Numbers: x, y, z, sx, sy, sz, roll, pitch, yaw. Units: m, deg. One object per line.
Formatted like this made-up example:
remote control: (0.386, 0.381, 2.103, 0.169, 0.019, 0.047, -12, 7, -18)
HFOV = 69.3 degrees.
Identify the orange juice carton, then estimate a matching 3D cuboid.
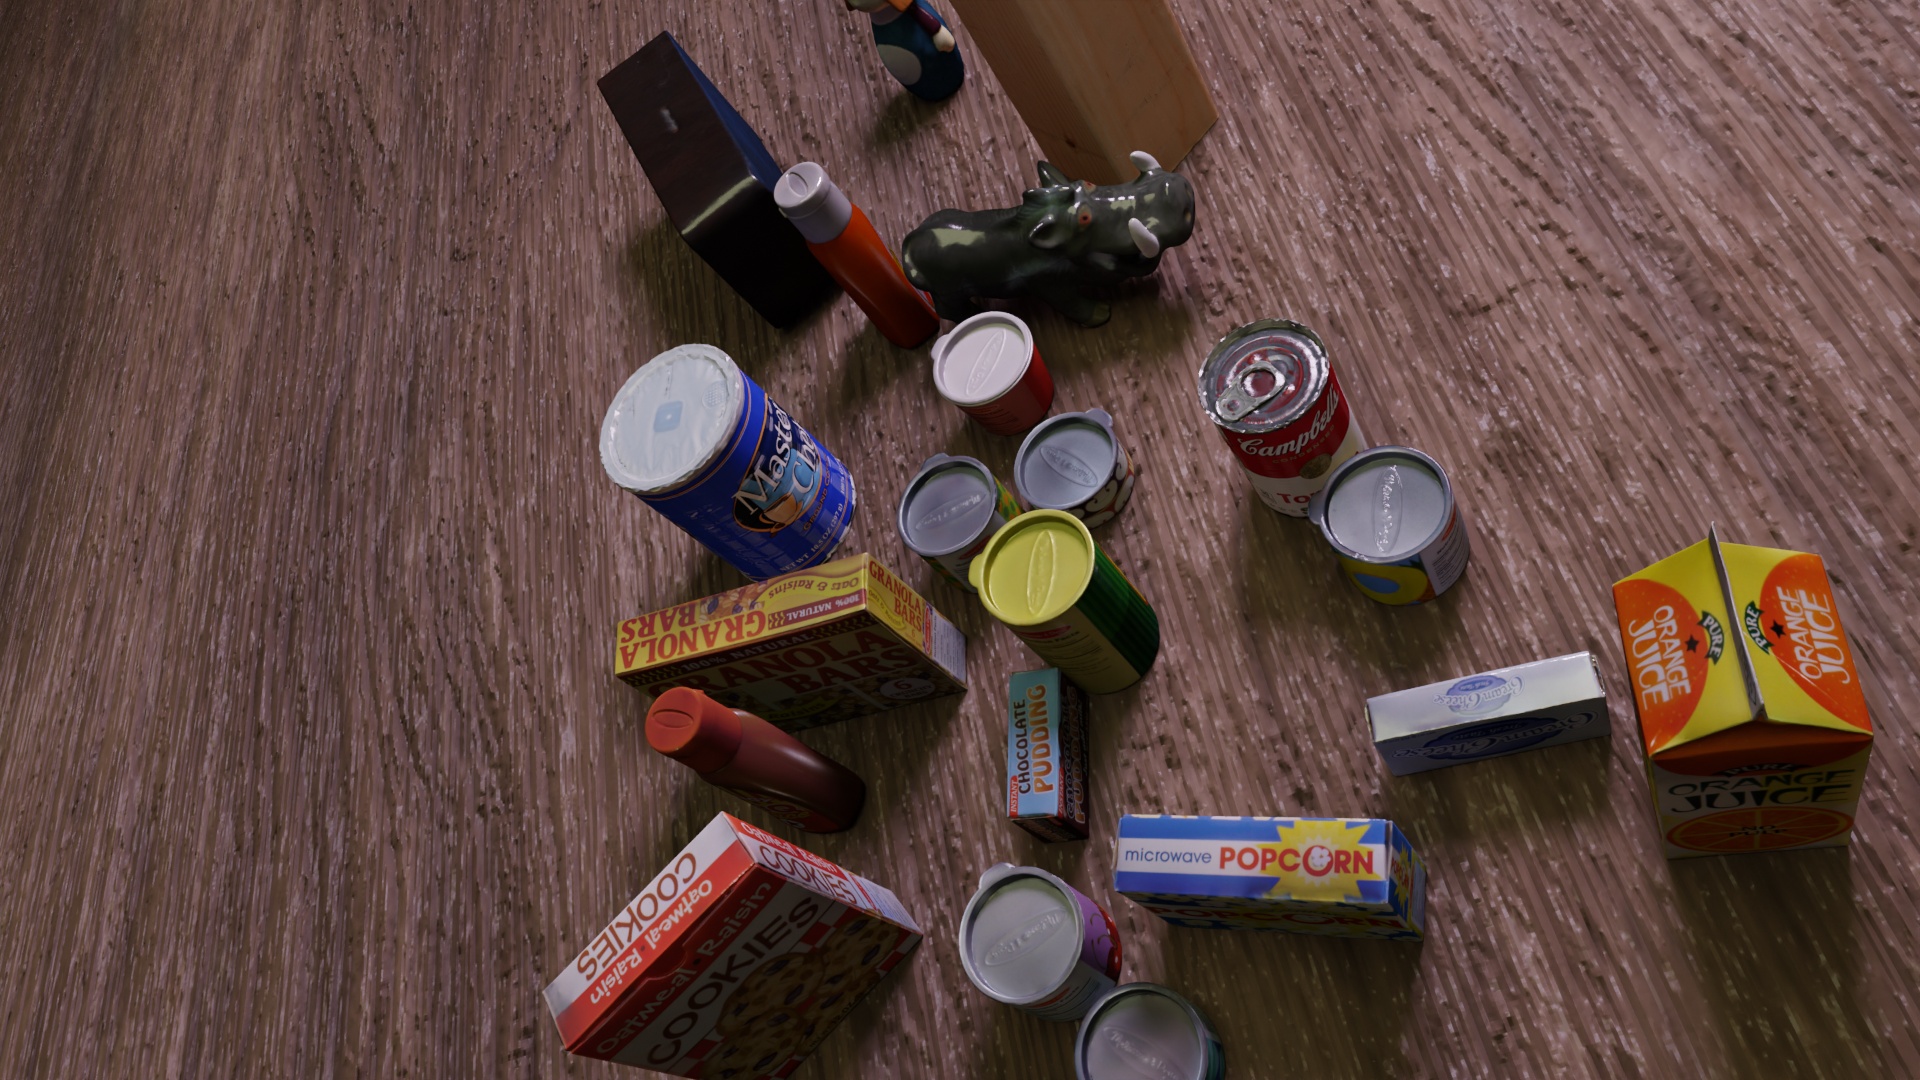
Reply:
orange juice carton: (0.304, 0.064, 0.544, 0.073, 0.192, 0.072, -11, 59, 24)

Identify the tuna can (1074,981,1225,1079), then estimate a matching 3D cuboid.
tuna can: (0.089, 0.249, 0.661, 0.071, 0.032, 0.071, -13, 58, 23)

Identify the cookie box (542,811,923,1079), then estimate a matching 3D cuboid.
cookie box: (-0.108, 0.215, 0.705, 0.123, 0.167, 0.040, -46, 52, 0)

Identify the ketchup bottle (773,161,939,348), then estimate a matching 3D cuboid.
ketchup bottle: (-0.069, -0.189, 0.920, 0.043, 0.148, 0.065, -40, 52, 4)

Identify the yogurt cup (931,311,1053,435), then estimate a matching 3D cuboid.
yogurt cup: (0.024, -0.103, 0.880, 0.072, 0.054, 0.073, -13, 58, 23)

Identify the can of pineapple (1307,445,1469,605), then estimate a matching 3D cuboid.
can of pineapple: (0.222, -0.007, 0.715, 0.071, 0.057, 0.071, -13, 58, 23)

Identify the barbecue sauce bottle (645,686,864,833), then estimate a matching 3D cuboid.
barbecue sauce bottle: (-0.115, 0.123, 0.772, 0.065, 0.148, 0.044, 4, 66, 31)

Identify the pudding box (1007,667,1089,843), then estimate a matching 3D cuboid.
pudding box: (0.047, 0.115, 0.748, 0.030, 0.049, 0.084, -11, 59, 24)

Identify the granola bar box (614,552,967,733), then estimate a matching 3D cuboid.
granola bar box: (-0.096, 0.068, 0.807, 0.165, 0.124, 0.039, -16, 58, 21)

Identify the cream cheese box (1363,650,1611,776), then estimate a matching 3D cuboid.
cream cheese box: (0.248, 0.083, 0.653, 0.103, 0.053, 0.024, -16, 58, 21)

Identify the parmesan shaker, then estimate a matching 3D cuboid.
parmesan shaker: (0.058, 0.035, 0.753, 0.071, 0.103, 0.071, -13, 59, 23)

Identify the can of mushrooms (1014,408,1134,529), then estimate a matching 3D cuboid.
can of mushrooms: (0.070, -0.043, 0.834, 0.071, 0.033, 0.071, -13, 58, 23)

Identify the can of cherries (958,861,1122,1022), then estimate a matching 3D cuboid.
can of cherries: (0.041, 0.201, 0.699, 0.071, 0.058, 0.072, -13, 58, 23)

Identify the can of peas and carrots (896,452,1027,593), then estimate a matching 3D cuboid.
can of peas and carrots: (0.003, -0.011, 0.838, 0.071, 0.058, 0.071, -13, 58, 23)

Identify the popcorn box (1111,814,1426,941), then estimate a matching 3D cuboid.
popcorn box: (0.145, 0.157, 0.649, 0.126, 0.085, 0.038, -5, 62, 27)
